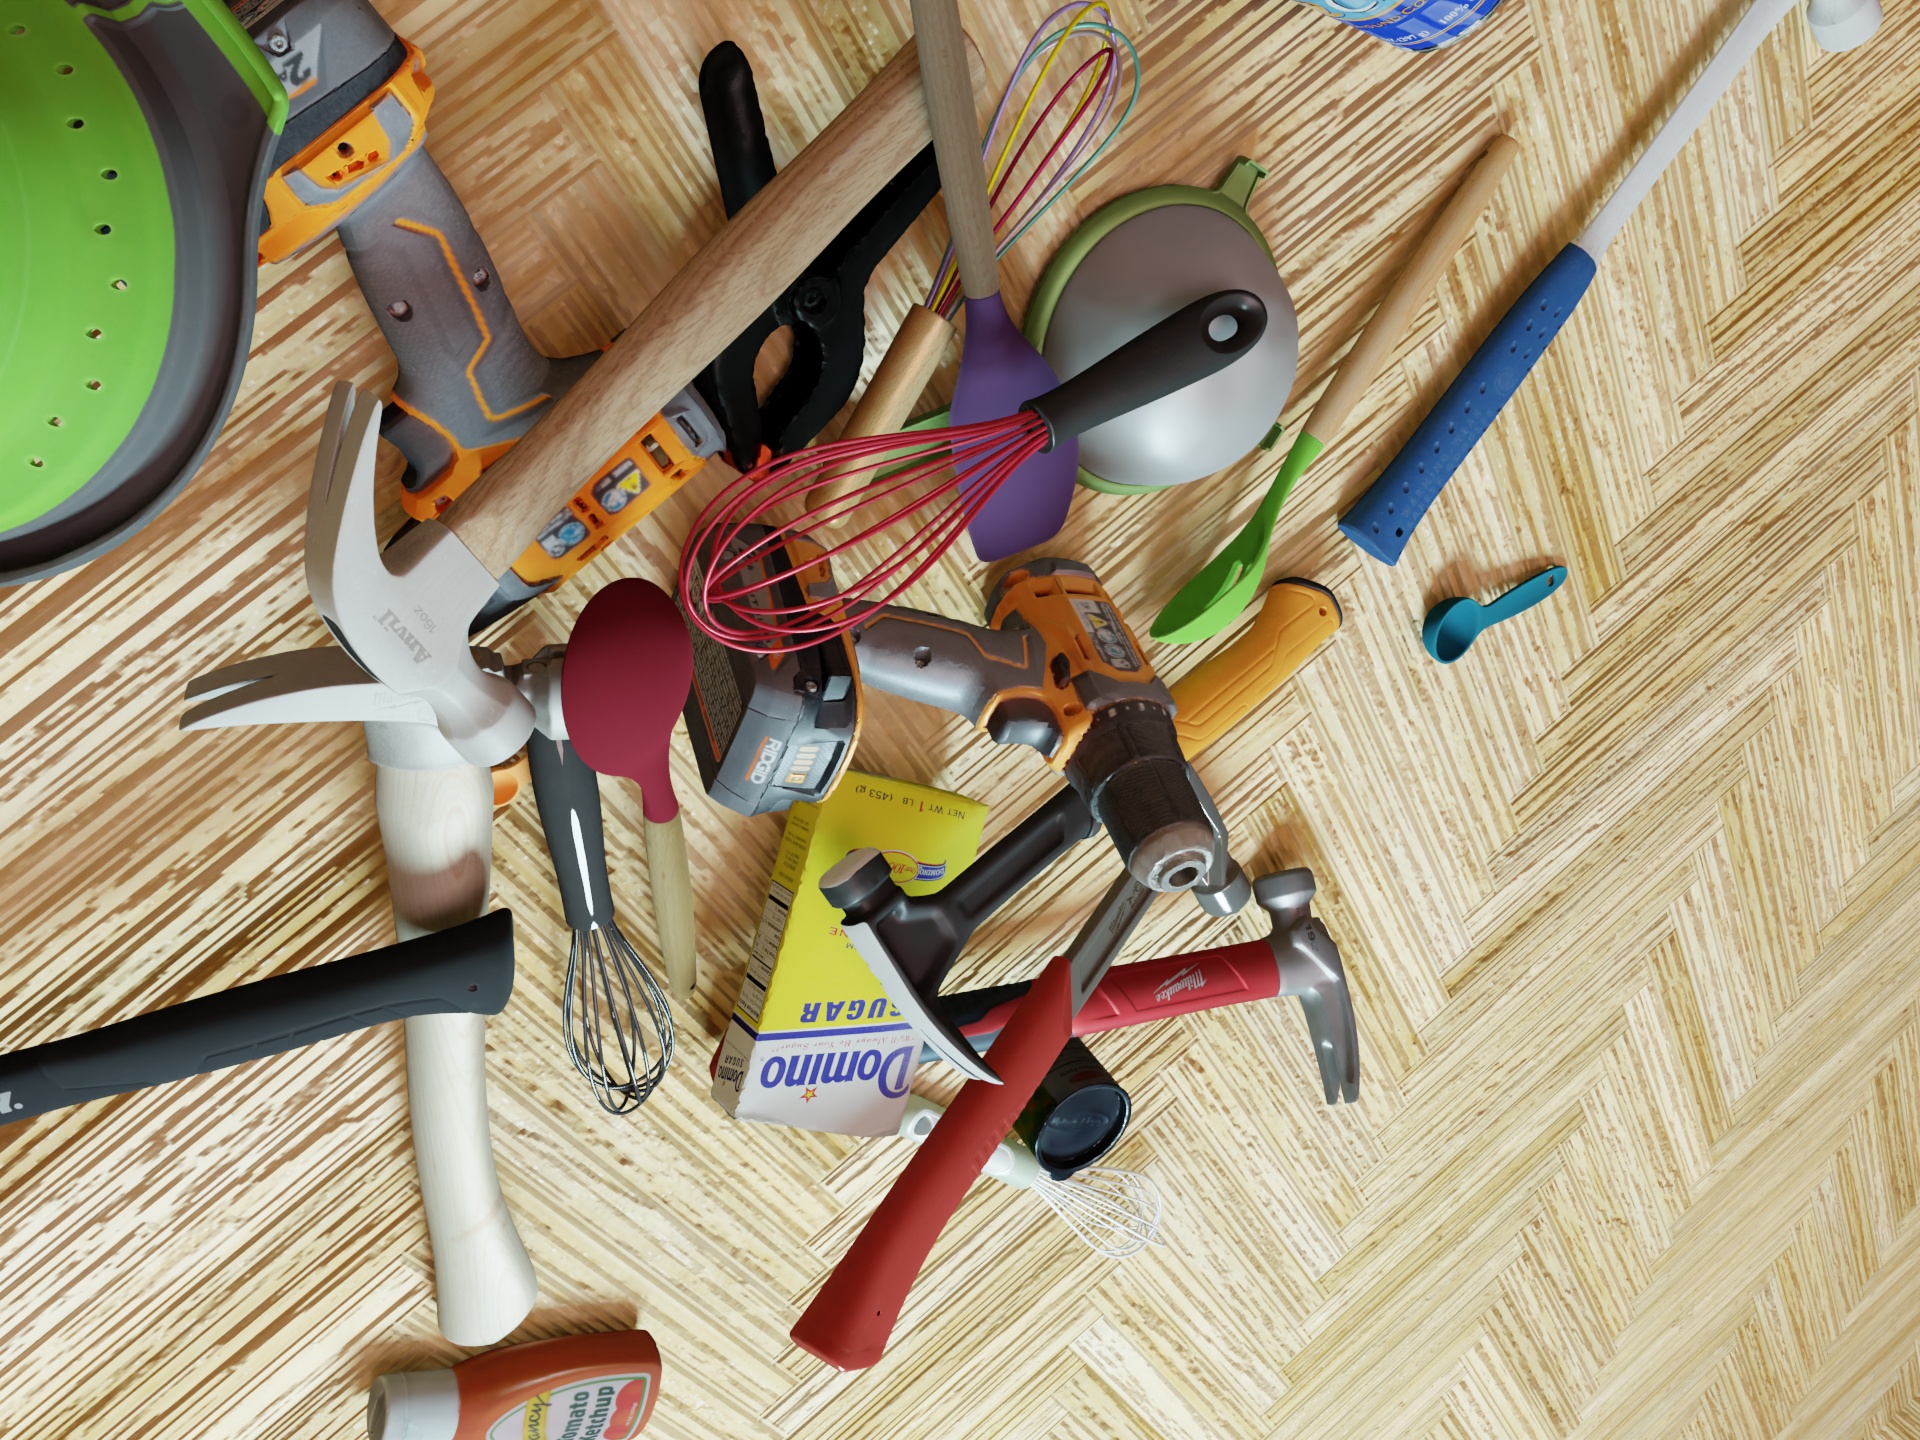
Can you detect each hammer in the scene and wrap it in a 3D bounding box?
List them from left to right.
[{"bbox_3d":[-0.339,0.130,0.623,0.334,0.035,0.146,-15,124,-8],"label":"hammer"},{"bbox_3d":[-0.240,0.145,0.711,0.146,0.038,0.410,-3,125,-16],"label":"hammer"},{"bbox_3d":[-0.101,-0.144,0.575,0.331,0.031,0.129,-51,138,-17],"label":"hammer"},{"bbox_3d":[0.029,0.164,0.815,0.359,0.037,0.149,-51,123,-26],"label":"hammer"},{"bbox_3d":[0.053,0.177,0.892,0.386,0.038,0.143,-6,75,-24],"label":"hammer"},{"bbox_3d":[0.087,0.034,0.812,0.337,0.034,0.127,-38,102,-26],"label":"hammer"},{"bbox_3d":[0.338,-0.262,0.856,0.144,0.035,0.405,31,98,-40],"label":"hammer"}]

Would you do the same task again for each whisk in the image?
[{"bbox_3d":[-0.169,0.088,0.736,0.055,0.055,0.238,-17,123,-22],"label":"whisk"},{"bbox_3d":[0.003,-0.190,0.677,0.051,0.047,0.245,29,98,-13],"label":"whisk"},{"bbox_3d":[0.016,-0.112,0.647,0.296,0.073,0.073,-31,128,-22],"label":"whisk"},{"bbox_3d":[0.046,0.280,0.982,0.246,0.059,0.058,34,87,-35],"label":"whisk"}]

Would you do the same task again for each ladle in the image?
[{"bbox_3d":[-0.128,0.051,0.679,0.069,0.031,0.315,-57,167,-32],"label":"ladle"}]

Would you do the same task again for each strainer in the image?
[{"bbox_3d":[0.062,-0.148,0.731,0.256,0.069,0.151,-25,127,-19],"label":"strainer"}]

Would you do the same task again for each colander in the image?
[{"bbox_3d":[-0.370,-0.081,0.447,0.397,0.094,0.204,-41,93,11],"label":"colander"}]

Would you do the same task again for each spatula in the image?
[{"bbox_3d":[0.007,-0.195,0.632,0.060,0.018,0.315,-23,133,-11],"label":"spatula"}]

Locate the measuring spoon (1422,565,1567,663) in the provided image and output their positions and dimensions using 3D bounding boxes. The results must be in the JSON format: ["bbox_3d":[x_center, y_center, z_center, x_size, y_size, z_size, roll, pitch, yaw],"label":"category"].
[{"bbox_3d":[0.324,-0.072,0.973,0.128,0.021,0.042,-25,127,-29],"label":"measuring spoon"}]

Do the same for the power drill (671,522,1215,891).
[{"bbox_3d":[-0.001,-0.002,0.704,0.226,0.186,0.084,3,134,-30],"label":"power drill"}]

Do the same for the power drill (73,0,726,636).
[{"bbox_3d":[-0.207,-0.130,0.573,0.164,0.084,0.226,-41,134,-5],"label":"power drill"}]

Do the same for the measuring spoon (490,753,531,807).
[{"bbox_3d":[-0.168,0.000,0.717,0.117,0.011,0.021,-36,135,-13],"label":"measuring spoon"}]

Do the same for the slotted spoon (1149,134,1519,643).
[{"bbox_3d":[0.196,-0.166,0.818,0.031,0.070,0.314,33,91,-12],"label":"slotted spoon"}]
